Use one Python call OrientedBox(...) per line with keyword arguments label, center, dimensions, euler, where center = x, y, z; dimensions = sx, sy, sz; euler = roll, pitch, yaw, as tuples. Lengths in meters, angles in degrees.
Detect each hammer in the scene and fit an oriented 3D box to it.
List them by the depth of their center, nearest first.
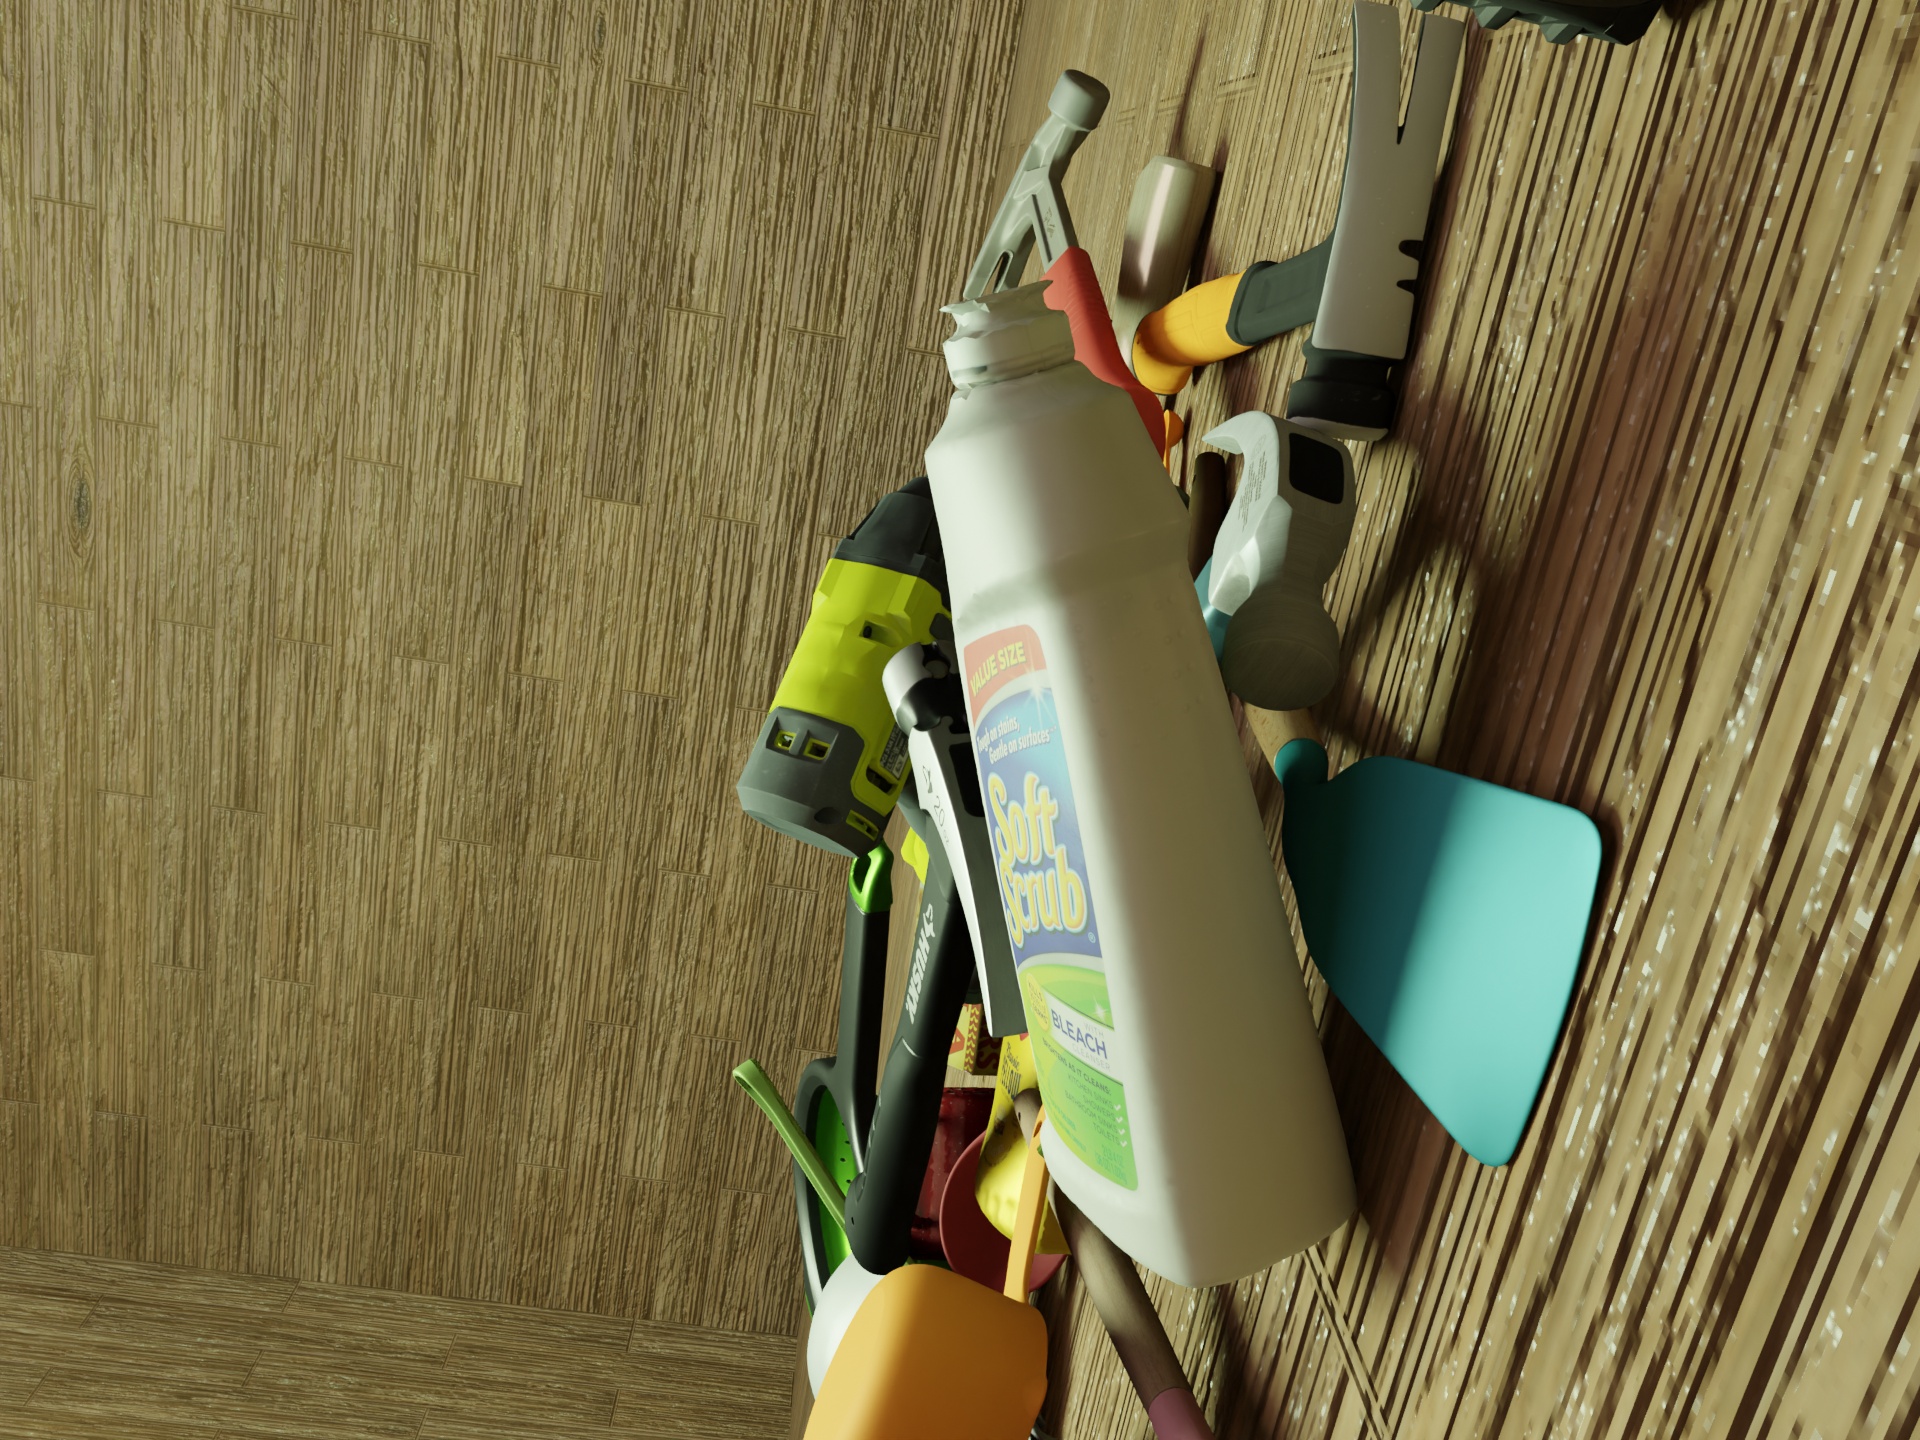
OrientedBox(label="hammer", center=(0.049, 0.020, 0.562), dimensions=(0.330, 0.033, 0.128), euler=(119, 168, -52))
OrientedBox(label="hammer", center=(0.113, -0.171, 0.632), dimensions=(0.337, 0.034, 0.127), euler=(-116, 34, -81))
OrientedBox(label="hammer", center=(-0.014, 0.136, 0.636), dimensions=(0.334, 0.035, 0.146), euler=(102, 155, -45))
OrientedBox(label="hammer", center=(0.053, -0.209, 0.817), dimensions=(0.359, 0.036, 0.149), euler=(-95, 27, -52))
OrientedBox(label="hammer", center=(0.070, -0.088, 0.855), dimensions=(0.146, 0.038, 0.410), euler=(-134, 54, -59))

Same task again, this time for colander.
OrientedBox(label="colander", center=(-0.030, 0.238, 0.966), dimensions=(0.205, 0.094, 0.396), euler=(-125, 36, -56))

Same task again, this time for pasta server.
OrientedBox(label="pasta server", center=(0.050, 0.196, 0.494), dimensions=(0.316, 0.040, 0.060), euler=(-125, 36, -71))

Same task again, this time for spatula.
OrientedBox(label="spatula", center=(0.108, 0.008, 0.474), dimensions=(0.318, 0.044, 0.082), euler=(-82, 1, -72))

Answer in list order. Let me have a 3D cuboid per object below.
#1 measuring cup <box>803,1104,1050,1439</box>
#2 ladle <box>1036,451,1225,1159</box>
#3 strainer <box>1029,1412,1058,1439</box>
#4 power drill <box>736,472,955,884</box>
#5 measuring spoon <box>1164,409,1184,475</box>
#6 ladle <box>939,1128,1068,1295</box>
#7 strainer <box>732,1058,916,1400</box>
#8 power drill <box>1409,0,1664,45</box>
OrientedBox(label="measuring cup", center=(-0.006, 0.189, 0.530), dimensions=(0.095, 0.052, 0.174), euler=(-58, 9, 43))
OrientedBox(label="ladle", center=(0.076, 0.020, 0.609), dimensions=(0.078, 0.062, 0.320), euler=(113, 168, -59))
OrientedBox(label="strainer", center=(0.036, 0.362, 0.564), dimensions=(0.087, 0.050, 0.258), euler=(80, -168, -82))
OrientedBox(label="power drill", center=(-0.001, -0.002, 0.721), dimensions=(0.223, 0.080, 0.171), euler=(44, -115, -59))
OrientedBox(label="measuring spoon", center=(0.103, -0.098, 0.774), dimensions=(0.021, 0.011, 0.117), euler=(112, 162, -70))
OrientedBox(label="ladle", center=(0.053, 0.120, 0.758), dimensions=(0.031, 0.069, 0.315), euler=(6, -82, -68))
OrientedBox(label="strainer", center=(-0.063, 0.292, 0.804), dimensions=(0.256, 0.069, 0.151), euler=(53, 158, 19))
OrientedBox(label="power drill", center=(0.140, -0.269, 0.290), dimensions=(0.228, 0.080, 0.191), euler=(110, 168, -53))
